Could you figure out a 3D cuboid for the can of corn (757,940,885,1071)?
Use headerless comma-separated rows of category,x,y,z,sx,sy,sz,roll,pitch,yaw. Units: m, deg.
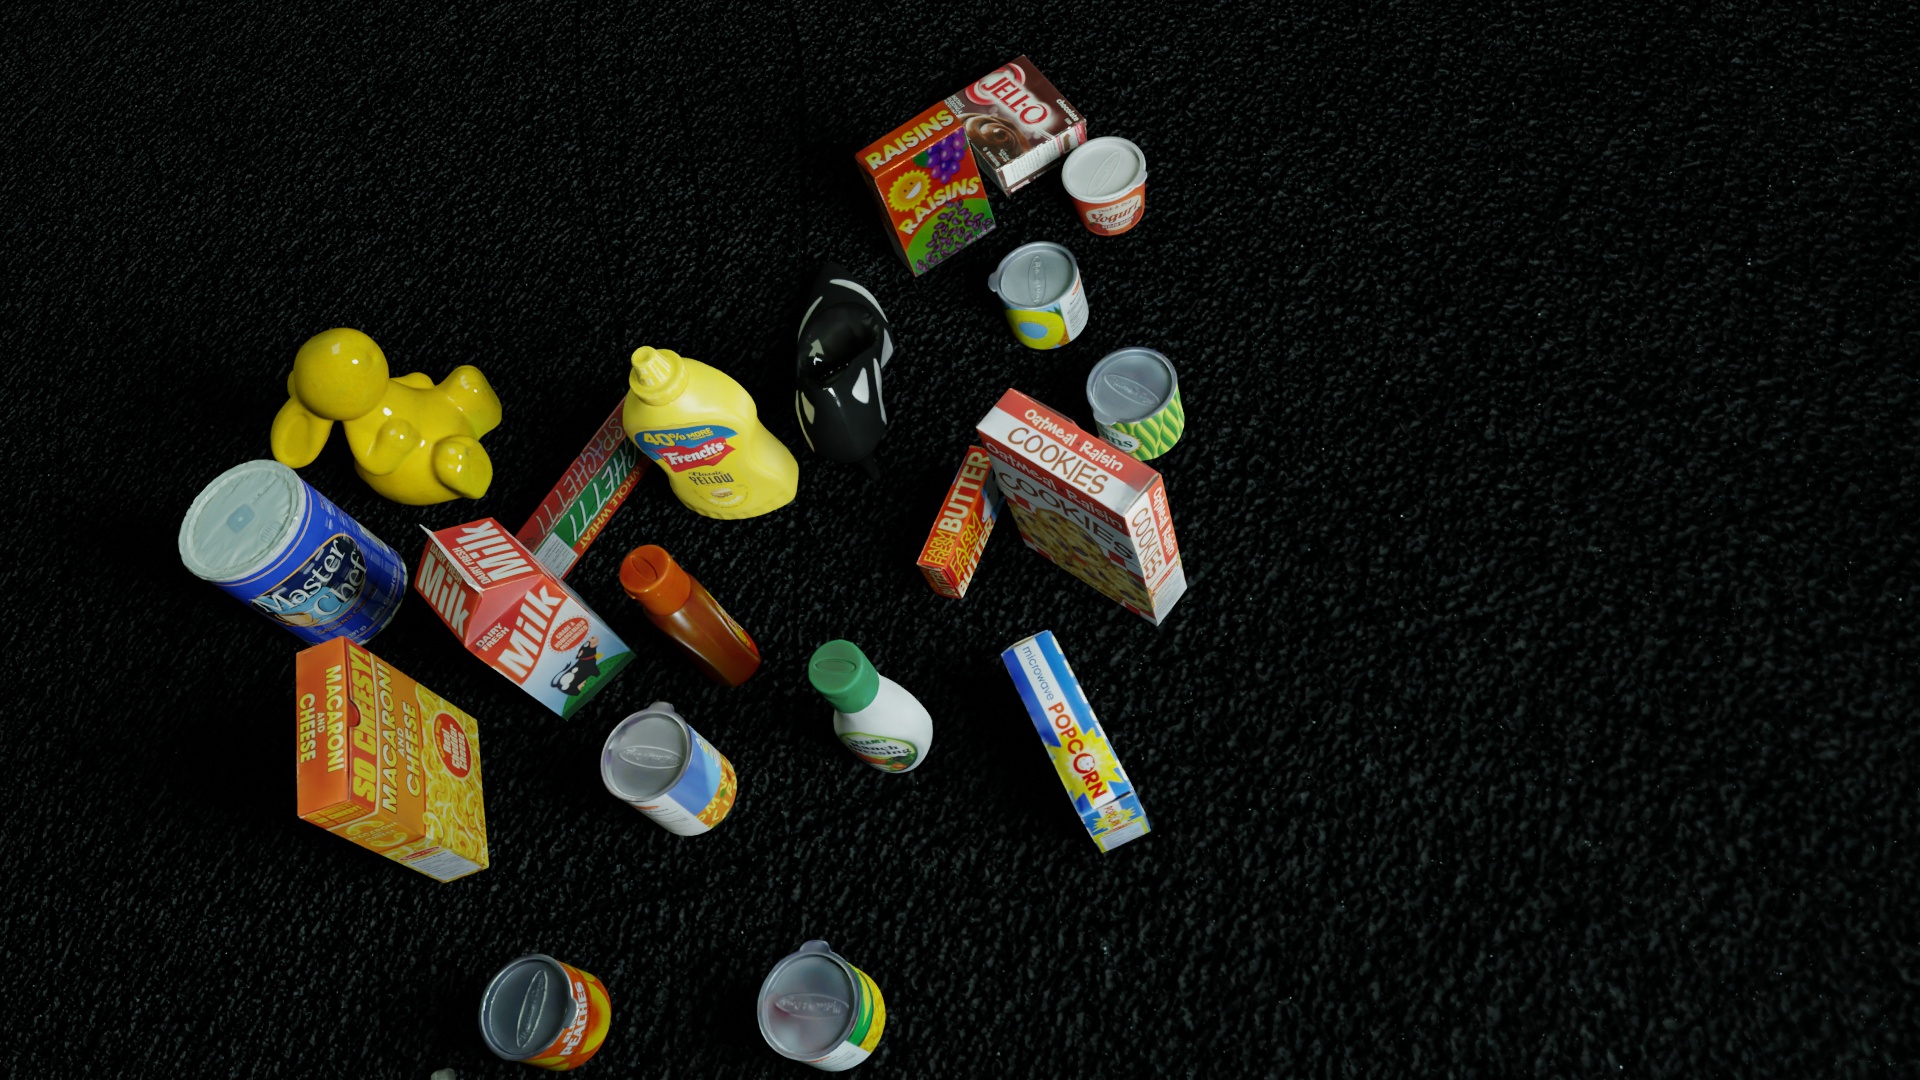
can of corn,-0.086,0.294,0.875,0.071,0.058,0.071,-6,61,12

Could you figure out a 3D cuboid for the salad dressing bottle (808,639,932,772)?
salad dressing bottle,-0.061,0.110,0.917,0.064,0.147,0.044,3,63,17

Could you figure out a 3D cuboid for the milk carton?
milk carton,-0.317,0.051,0.994,0.073,0.190,0.072,-45,60,-10

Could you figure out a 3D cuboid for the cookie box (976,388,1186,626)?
cookie box,0.085,-0.020,0.938,0.123,0.166,0.040,33,75,28

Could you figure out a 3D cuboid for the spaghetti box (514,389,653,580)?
spaghetti box,-0.308,-0.023,1.115,0.029,0.050,0.251,25,71,26

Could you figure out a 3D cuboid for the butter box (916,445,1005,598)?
butter box,0.004,-0.013,1.023,0.024,0.053,0.104,15,67,22

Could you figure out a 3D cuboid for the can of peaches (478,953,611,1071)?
can of peaches,-0.271,0.312,0.915,0.071,0.058,0.071,-6,61,12

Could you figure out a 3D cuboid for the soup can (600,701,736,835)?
soup can,-0.200,0.160,0.965,0.071,0.083,0.071,-7,61,12

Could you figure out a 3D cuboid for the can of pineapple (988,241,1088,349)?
can of pineapple,0.063,-0.194,1.103,0.071,0.057,0.071,-6,61,12

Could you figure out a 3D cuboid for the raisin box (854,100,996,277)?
raisin box,-0.026,-0.287,1.140,0.086,0.123,0.040,-32,59,-3

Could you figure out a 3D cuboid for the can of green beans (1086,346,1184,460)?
can of green beans,0.131,-0.101,1.034,0.071,0.057,0.071,-6,61,12

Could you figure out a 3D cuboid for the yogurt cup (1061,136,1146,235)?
yogurt cup,0.121,-0.289,1.142,0.072,0.053,0.073,-6,61,12

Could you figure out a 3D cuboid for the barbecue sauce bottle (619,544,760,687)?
barbecue sauce bottle,-0.193,0.053,0.984,0.044,0.148,0.065,-45,60,-11

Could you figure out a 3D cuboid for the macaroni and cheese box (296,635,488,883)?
macaroni and cheese box,-0.394,0.156,0.972,0.040,0.166,0.124,-20,59,4

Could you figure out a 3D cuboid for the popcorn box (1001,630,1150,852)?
popcorn box,0.075,0.131,0.906,0.038,0.085,0.127,-27,59,0
